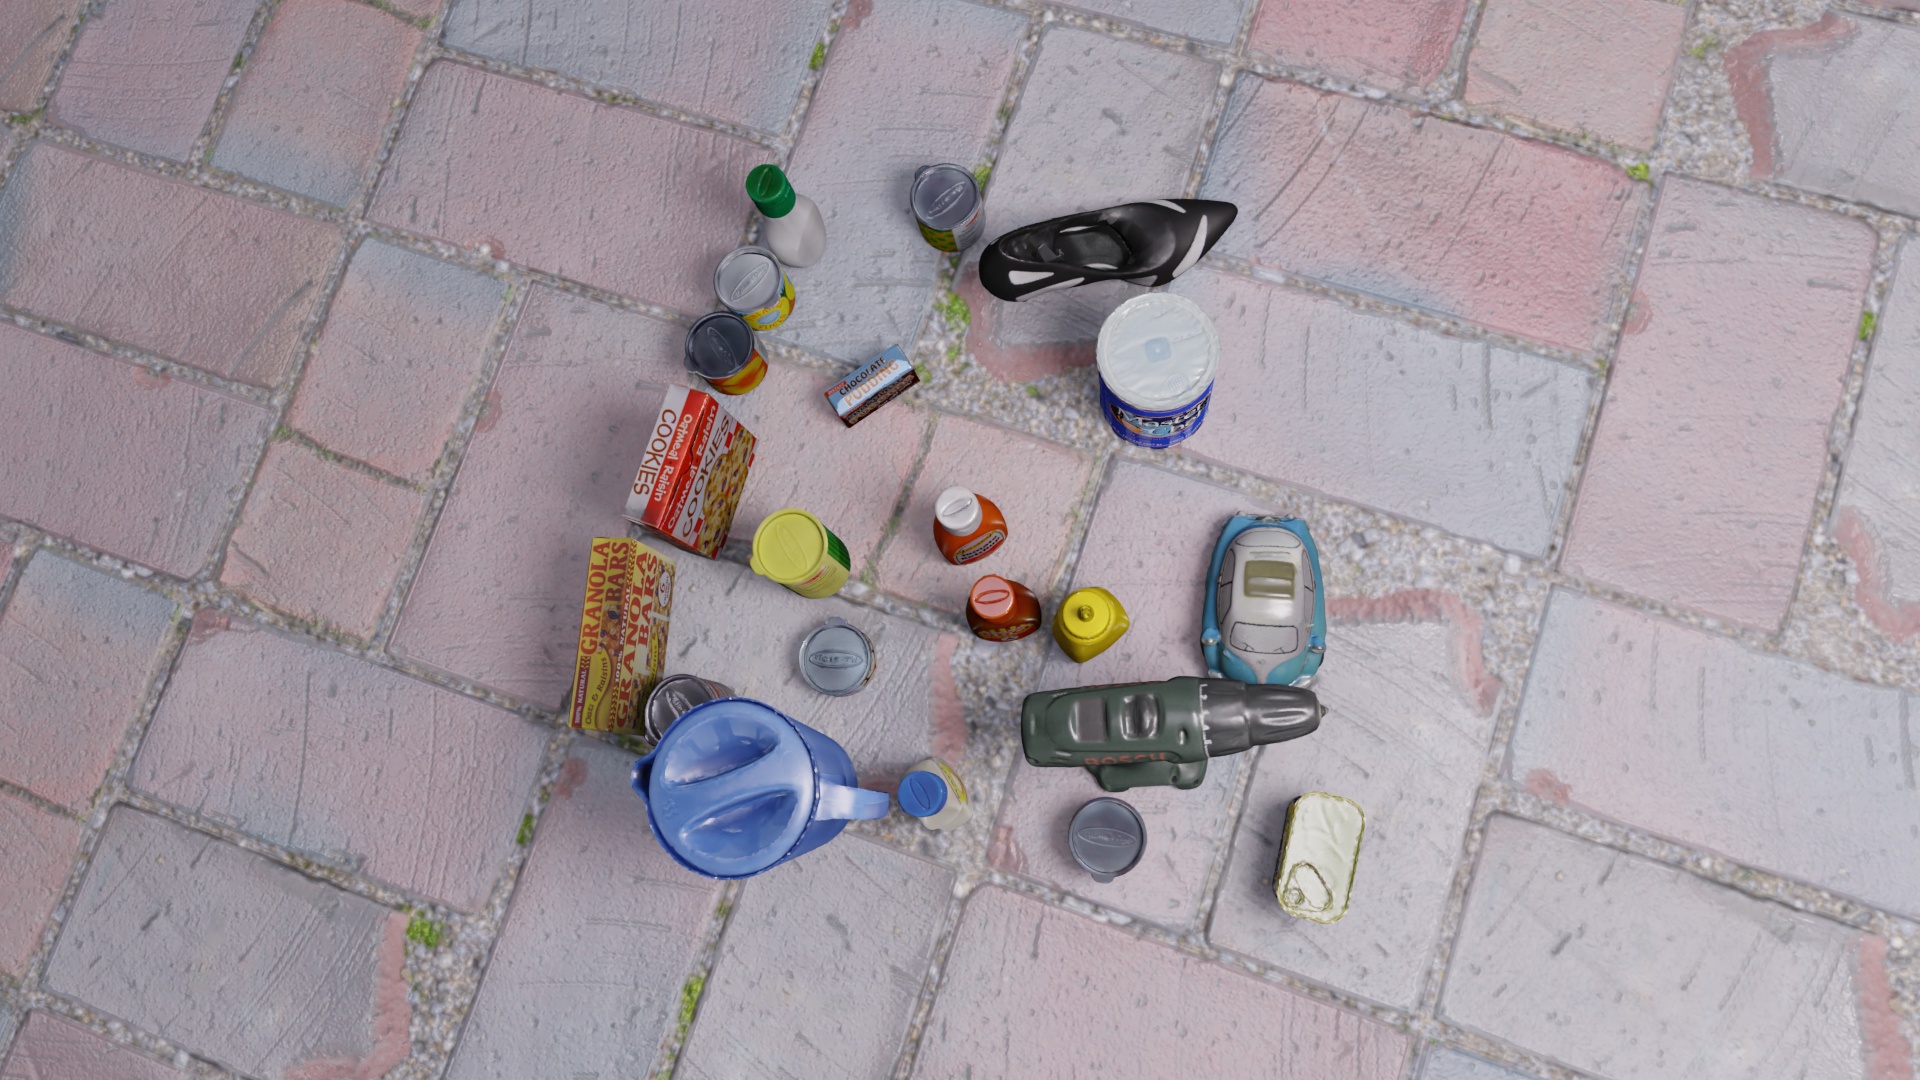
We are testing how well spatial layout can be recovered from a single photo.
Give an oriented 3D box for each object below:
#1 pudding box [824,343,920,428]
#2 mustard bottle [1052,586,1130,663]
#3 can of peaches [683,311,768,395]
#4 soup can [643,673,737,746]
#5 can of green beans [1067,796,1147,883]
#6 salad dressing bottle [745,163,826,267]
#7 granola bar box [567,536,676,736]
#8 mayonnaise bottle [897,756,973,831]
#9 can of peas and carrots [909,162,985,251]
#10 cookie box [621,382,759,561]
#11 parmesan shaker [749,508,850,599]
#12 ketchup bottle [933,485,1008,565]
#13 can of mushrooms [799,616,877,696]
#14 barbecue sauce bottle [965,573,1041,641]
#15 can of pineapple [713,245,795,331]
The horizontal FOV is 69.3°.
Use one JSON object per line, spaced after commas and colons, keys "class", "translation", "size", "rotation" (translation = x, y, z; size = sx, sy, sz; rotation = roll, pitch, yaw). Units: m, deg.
{"class": "pudding box", "translation": [-0.082, -0.144, 1.292], "size": [0.084, 0.049, 0.030], "rotation": [-34, 78, -1]}
{"class": "mustard bottle", "translation": [0.109, 0.067, 1.172], "size": [0.065, 0.160, 0.049], "rotation": [-38, 78, -1]}
{"class": "can of peaches", "translation": [-0.221, -0.174, 1.310], "size": [0.071, 0.058, 0.071], "rotation": [-1, 79, 7]}
{"class": "soup can", "translation": [-0.238, 0.156, 1.234], "size": [0.071, 0.083, 0.071], "rotation": [-1, 79, 7]}
{"class": "can of green beans", "translation": [0.126, 0.252, 1.186], "size": [0.071, 0.057, 0.071], "rotation": [-1, 79, 7]}
{"class": "salad dressing bottle", "translation": [-0.161, -0.300, 1.281], "size": [0.044, 0.147, 0.064], "rotation": [17, 82, 10]}
{"class": "granola bar box", "translation": [-0.299, 0.088, 1.234], "size": [0.039, 0.124, 0.166], "rotation": [3, 80, 7]}
{"class": "mayonnaise bottle", "translation": [-0.023, 0.213, 1.165], "size": [0.041, 0.148, 0.065], "rotation": [-32, 78, 0]}
{"class": "can of peas and carrots", "translation": [-0.013, -0.315, 1.312], "size": [0.071, 0.058, 0.071], "rotation": [-1, 79, 7]}
{"class": "cookie box", "translation": [-0.234, -0.056, 1.232], "size": [0.040, 0.167, 0.123], "rotation": [16, 82, 9]}
{"class": "parmesan shaker", "translation": [-0.143, 0.015, 1.241], "size": [0.071, 0.103, 0.071], "rotation": [-1, 79, 7]}
{"class": "ketchup bottle", "translation": [0.004, -0.015, 1.206], "size": [0.065, 0.148, 0.043], "rotation": [-30, 78, 1]}
{"class": "can of mushrooms", "translation": [-0.110, 0.106, 1.255], "size": [0.071, 0.033, 0.071], "rotation": [-1, 79, 6]}
{"class": "barbecue sauce bottle", "translation": [0.034, 0.057, 1.188], "size": [0.065, 0.148, 0.044], "rotation": [-10, 79, 5]}
{"class": "can of pineapple", "translation": [-0.194, -0.237, 1.319], "size": [0.071, 0.058, 0.071], "rotation": [-1, 79, 7]}
